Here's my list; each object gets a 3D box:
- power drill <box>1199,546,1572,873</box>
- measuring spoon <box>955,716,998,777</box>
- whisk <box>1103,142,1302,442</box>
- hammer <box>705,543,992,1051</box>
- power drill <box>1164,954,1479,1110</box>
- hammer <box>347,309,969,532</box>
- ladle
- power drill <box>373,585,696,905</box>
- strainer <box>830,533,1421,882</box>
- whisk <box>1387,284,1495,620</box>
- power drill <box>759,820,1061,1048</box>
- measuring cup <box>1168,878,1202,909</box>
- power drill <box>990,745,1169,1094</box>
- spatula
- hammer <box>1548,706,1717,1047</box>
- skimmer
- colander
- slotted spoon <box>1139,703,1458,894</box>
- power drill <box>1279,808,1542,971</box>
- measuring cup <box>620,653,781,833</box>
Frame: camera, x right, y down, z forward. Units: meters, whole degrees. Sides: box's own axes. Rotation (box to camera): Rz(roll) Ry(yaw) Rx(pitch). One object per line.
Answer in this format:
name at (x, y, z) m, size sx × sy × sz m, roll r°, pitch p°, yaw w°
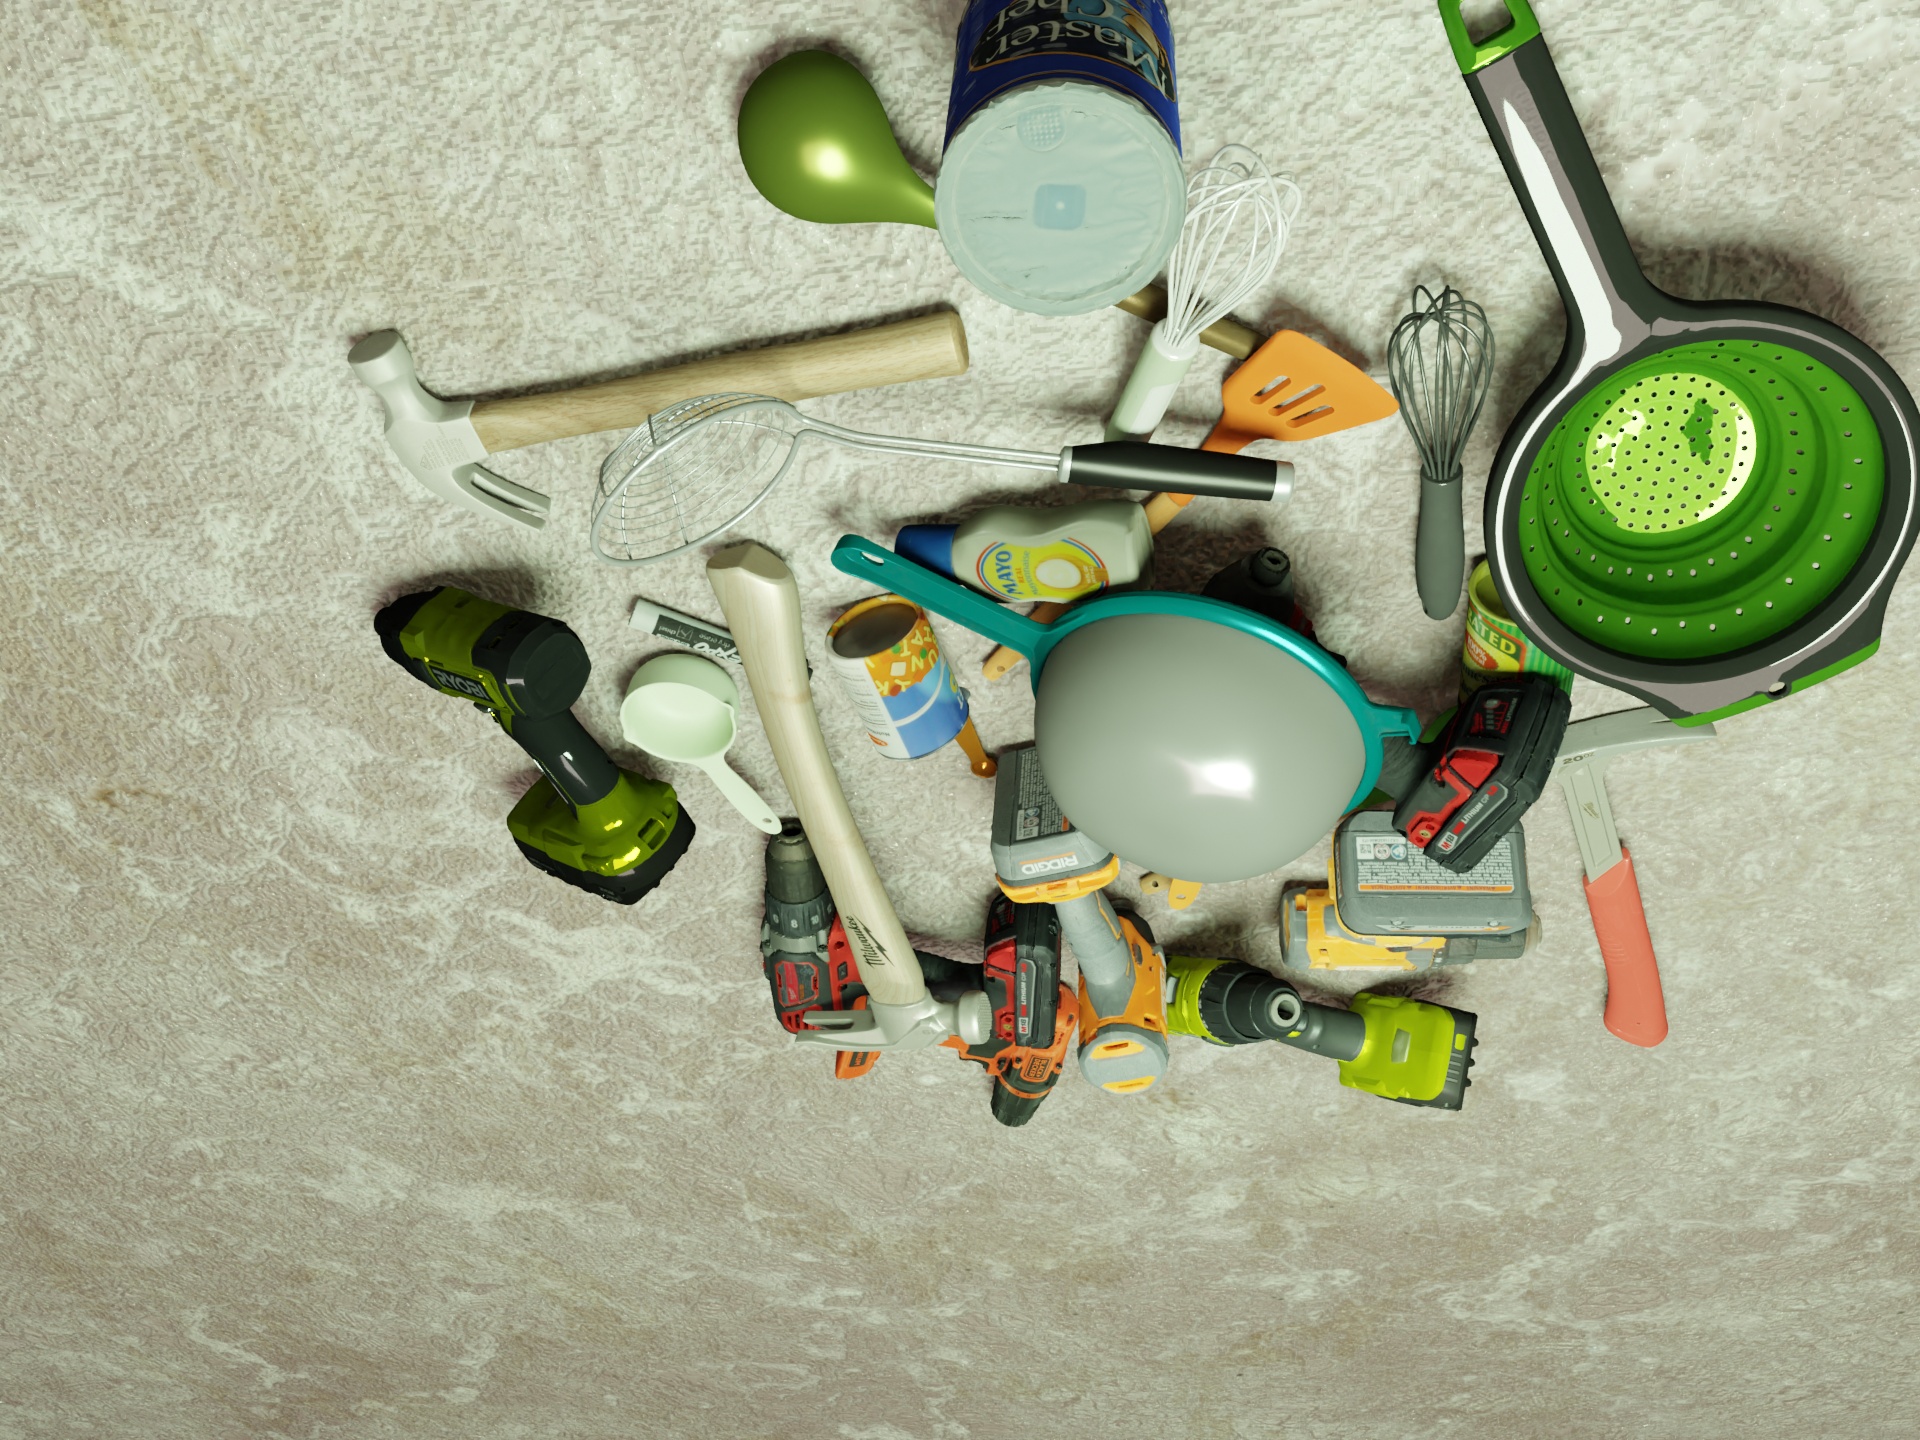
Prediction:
power drill at (0.232, -0.014, 0.935) m, size 0.220 × 0.079 × 0.143 m, roll 29°, pitch 145°, yaw 8°
measuring spoon at (-0.002, -0.003, 1.062) m, size 0.021 × 0.011 × 0.116 m, roll -10°, pitch 132°, yaw 23°
whisk at (0.108, -0.190, 0.774) m, size 0.058 × 0.059 × 0.246 m, roll -21°, pitch 166°, yaw -15°
hammer at (-0.097, 0.069, 1.063) m, size 0.146 × 0.038 × 0.410 m, roll -6°, pitch 124°, yaw 17°
power drill at (0.265, 0.228, 1.187) m, size 0.228 × 0.080 × 0.190 m, roll 17°, pitch 169°, yaw -16°
hammer at (-0.158, -0.177, 0.873) m, size 0.331 × 0.031 × 0.129 m, roll -7°, pitch 135°, yaw 12°
ladle at (0.041, -0.238, 0.792) m, size 0.320 × 0.062 × 0.078 m, roll 17°, pitch 135°, yaw -22°
power drill at (-0.277, 0.011, 1.030) m, size 0.171 × 0.080 × 0.223 m, roll 15°, pitch 144°, yaw 35°
strainer at (0.069, 0.002, 0.902) m, size 0.340 × 0.095 × 0.211 m, roll 26°, pitch 148°, yaw -3°
whisk at (0.261, -0.138, 0.872) m, size 0.055 × 0.055 × 0.238 m, roll -6°, pitch 140°, yaw 11°
power drill at (-0.040, 0.159, 1.185) m, size 0.226 × 0.080 × 0.187 m, roll 3°, pitch 125°, yaw 6°
measuring cup at (0.165, 0.062, 1.086) m, size 0.095 × 0.052 × 0.173 m, roll 7°, pitch 139°, yaw -2°
power drill at (0.090, 0.124, 1.099) m, size 0.084 × 0.164 × 0.226 m, roll -13°, pitch 122°, yaw 14°
spatula at (0.108, -0.109, 0.916) m, size 0.081 × 0.041 × 0.322 m, roll 28°, pitch 133°, yaw -22°
hammer at (0.477, 0.125, 1.137) m, size 0.149 × 0.037 × 0.358 m, roll -15°, pitch 133°, yaw 20°
skimmer at (-0.007, -0.114, 0.835) m, size 0.363 × 0.090 × 0.127 m, roll 5°, pitch 162°, yaw -1°
colander at (0.329, -0.187, 0.792) m, size 0.204 × 0.095 × 0.396 m, roll -25°, pitch 112°, yaw 21°
slotted spoon at (0.251, 0.065, 1.091) m, size 0.314 × 0.031 × 0.070 m, roll -27°, pitch 87°, yaw 35°
power drill at (0.323, 0.126, 1.082) m, size 0.185 × 0.084 × 0.226 m, roll 0°, pitch 160°, yaw 3°
measuring cup at (-0.164, 0.017, 1.077) m, size 0.083 × 0.038 × 0.167 m, roll -15°, pitch 135°, yaw 20°
